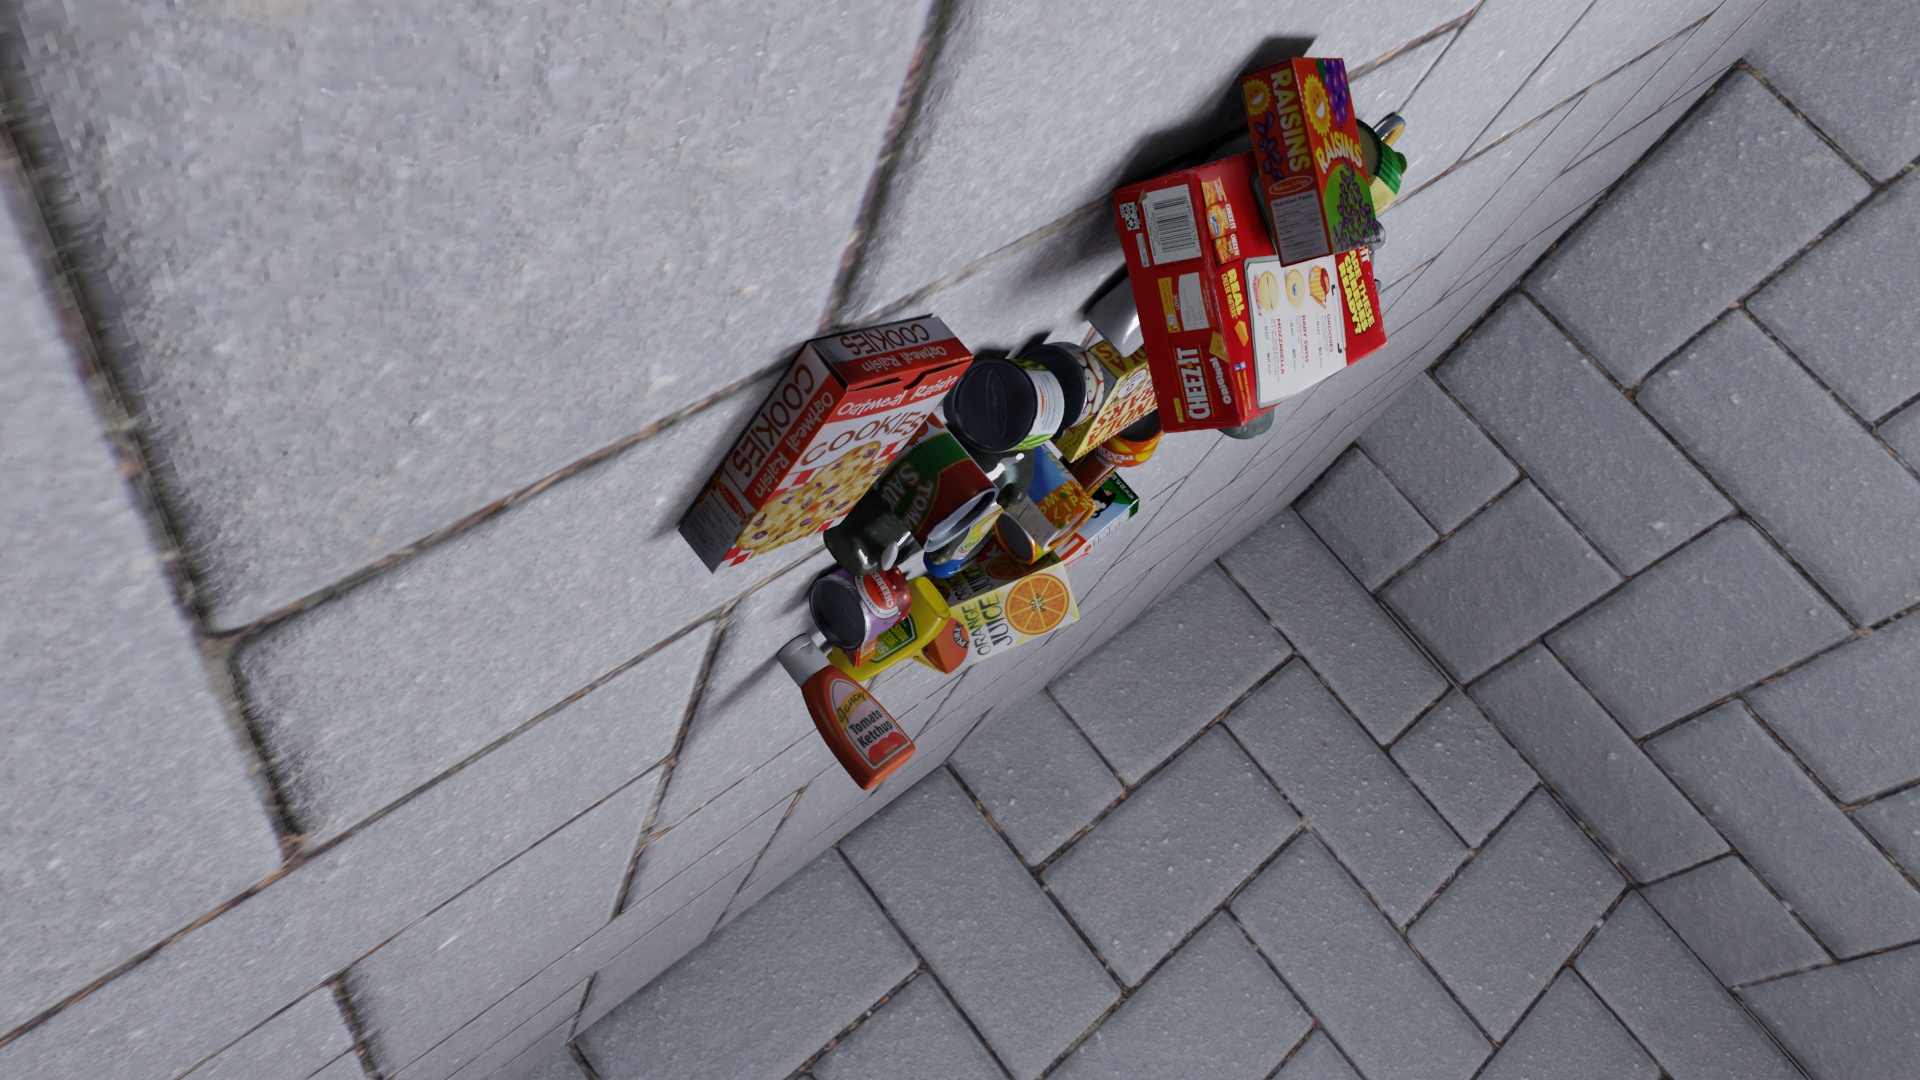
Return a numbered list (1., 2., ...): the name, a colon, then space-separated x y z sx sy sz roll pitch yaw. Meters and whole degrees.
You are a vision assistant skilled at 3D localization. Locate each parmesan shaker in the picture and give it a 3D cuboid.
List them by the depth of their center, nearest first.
1. parmesan shaker: 0.309 -0.294 1.093 0.071 0.071 0.103 -44 167 22

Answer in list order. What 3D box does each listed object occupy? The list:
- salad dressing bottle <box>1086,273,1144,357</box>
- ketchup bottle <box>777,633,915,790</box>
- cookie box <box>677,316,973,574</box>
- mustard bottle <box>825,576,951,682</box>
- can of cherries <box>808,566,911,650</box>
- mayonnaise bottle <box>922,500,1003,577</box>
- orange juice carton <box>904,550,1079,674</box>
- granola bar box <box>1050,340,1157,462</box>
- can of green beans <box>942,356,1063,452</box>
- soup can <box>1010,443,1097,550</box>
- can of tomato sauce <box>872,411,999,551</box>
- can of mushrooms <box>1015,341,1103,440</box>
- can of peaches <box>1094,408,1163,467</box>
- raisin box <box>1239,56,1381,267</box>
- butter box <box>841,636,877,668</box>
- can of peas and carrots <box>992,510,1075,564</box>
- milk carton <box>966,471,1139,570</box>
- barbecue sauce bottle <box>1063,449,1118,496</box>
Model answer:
1. salad dressing bottle: 0.163 -0.203 1.042 0.147 0.044 0.064 -42 161 6
2. ketchup bottle: -0.109 0.153 1.267 0.065 0.149 0.043 -30 164 -41
3. cookie box: -0.080 -0.058 0.834 0.123 0.040 0.166 -24 161 -52
4. mustard bottle: -0.085 0.101 1.369 0.160 0.065 0.049 -39 173 18
5. can of cherries: -0.082 0.050 1.166 0.059 0.071 0.071 -29 164 -43
6. mayonnaise bottle: 0.004 -0.016 1.254 0.065 0.041 0.147 -34 167 -33
7. orange juice carton: 0.017 0.074 1.430 0.193 0.072 0.072 -22 -155 -6
8. granola bar box: 0.160 -0.150 1.226 0.166 0.039 0.123 -32 162 -32
9. can of green beans: 0.034 -0.096 0.982 0.071 0.071 0.058 -44 168 20
10. soup can: 0.076 -0.044 1.266 0.071 0.084 0.071 -38 168 -9
11. can of tomato sauce: -0.026 -0.044 0.949 0.071 0.083 0.071 -38 168 -9
12. can of mushrooms: 0.071 -0.112 1.029 0.070 0.071 0.033 -47 168 30
13. can of peaches: 0.160 -0.109 1.324 0.071 0.071 0.058 -36 167 -15
14. raisin box: 0.225 -0.243 0.888 0.040 0.123 0.086 -7 -169 39
15. butter box: -0.099 0.078 1.255 0.024 0.053 0.103 -34 167 -16
16. can of peas and carrots: 0.074 -0.015 1.406 0.059 0.071 0.070 -33 167 -25
17. milk carton: 0.101 -0.005 1.523 0.191 0.072 0.073 -40 168 -3
18. barbecue sauce bottle: 0.149 -0.092 1.409 0.148 0.043 0.065 -46 -178 28
